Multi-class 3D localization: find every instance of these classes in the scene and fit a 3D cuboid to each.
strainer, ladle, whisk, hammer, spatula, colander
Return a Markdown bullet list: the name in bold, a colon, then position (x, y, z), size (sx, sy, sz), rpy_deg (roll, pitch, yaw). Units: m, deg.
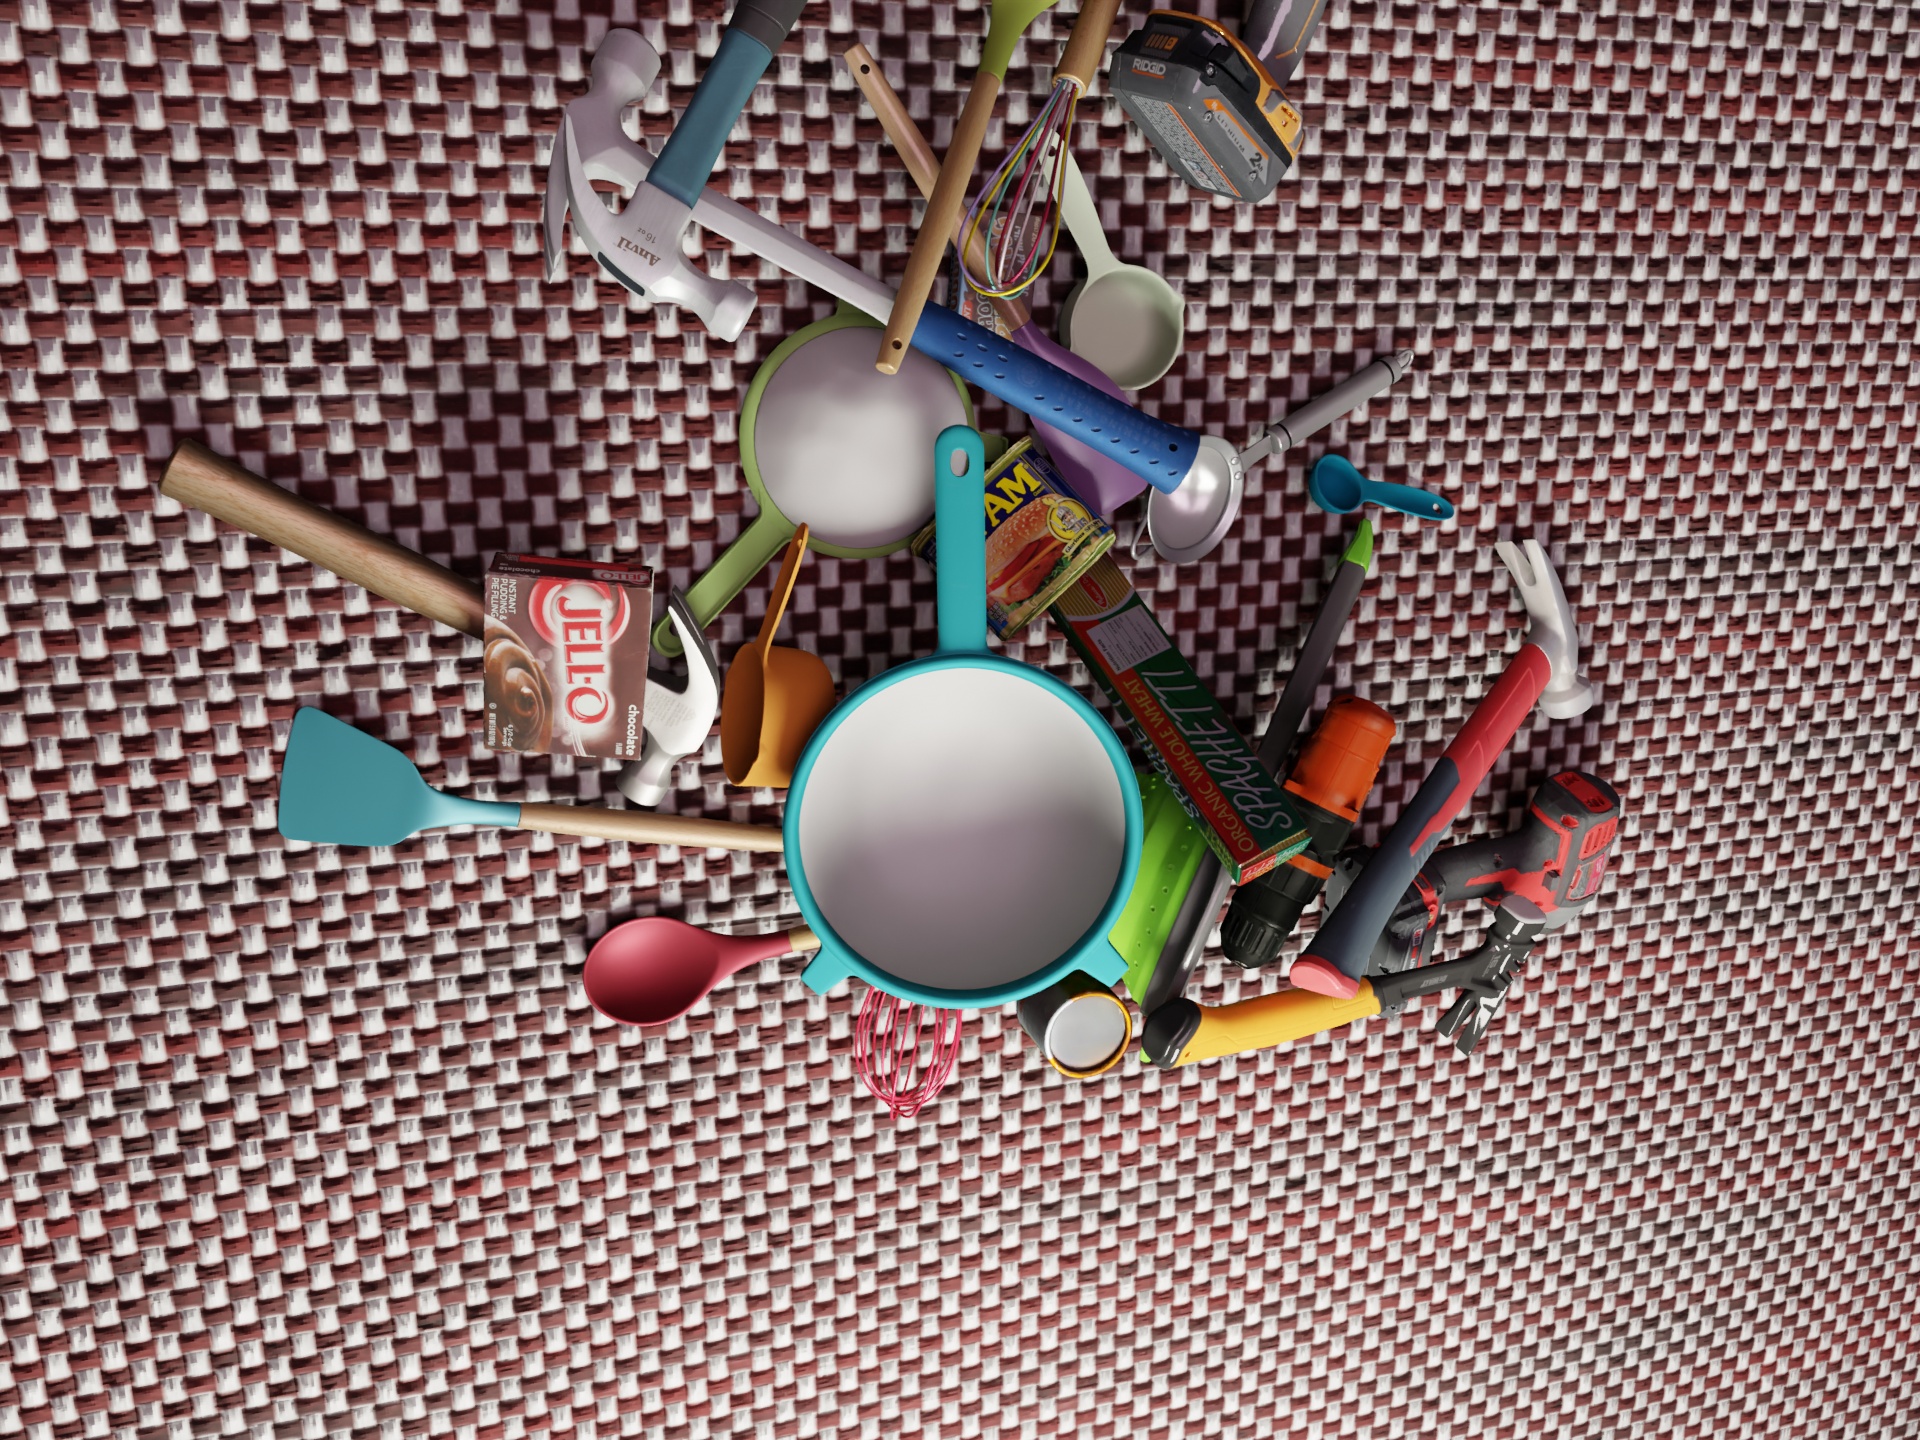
- **strainer**: position (-0.002, -0.003, 0.959), size (0.211, 0.095, 0.340), rpy_deg (-1, 96, -4)
- **ladle**: position (0.012, -0.344, 0.898), size (0.078, 0.062, 0.320), rpy_deg (21, 79, -16)
- **whisk**: position (0.060, -0.352, 0.931), size (0.051, 0.047, 0.245), rpy_deg (31, 74, -38)
- **hammer**: position (0.250, 0.188, 1.041), size (0.336, 0.034, 0.127), rpy_deg (-3, 124, -35)
- **spatula**: position (-0.248, 0.056, 0.983), size (0.317, 0.044, 0.082), rpy_deg (8, 101, -24)
- **spatula**: position (0.024, -0.260, 0.953), size (0.060, 0.018, 0.315), rpy_deg (-33, 112, 6)
- **ladle**: position (-0.084, 0.134, 1.018), size (0.315, 0.031, 0.069), rpy_deg (-13, 85, -1)
- **colander**: position (0.166, 0.028, 1.069), size (0.094, 0.204, 0.397), rpy_deg (23, 79, 12)
- **whisk**: position (-0.017, 0.124, 1.057), size (0.073, 0.073, 0.296), rpy_deg (10, 96, -20)
- **hammer**: position (-0.291, -0.071, 0.919), size (0.331, 0.031, 0.130), rpy_deg (28, 112, -19)
- **hammer**: position (-0.107, -0.376, 0.861), size (0.128, 0.033, 0.331), rpy_deg (27, 79, -13)
- **strainer**: position (0.203, -0.182, 1.055), size (0.258, 0.050, 0.086), rpy_deg (-32, 130, -14)
- **strainer**: position (-0.090, -0.130, 0.957), size (0.256, 0.069, 0.151), rpy_deg (-47, 113, -3)
- **hammer**: position (0.318, 0.033, 1.055), size (0.386, 0.038, 0.143), rpy_deg (-44, 118, -34)
- **hammer**: position (-0.044, -0.233, 0.913), size (0.405, 0.035, 0.144), rpy_deg (25, 74, -15)

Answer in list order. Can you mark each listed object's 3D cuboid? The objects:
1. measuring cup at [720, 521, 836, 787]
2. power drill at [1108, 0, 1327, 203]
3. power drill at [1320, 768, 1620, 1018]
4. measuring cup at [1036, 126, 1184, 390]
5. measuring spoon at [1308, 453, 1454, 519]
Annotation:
- **measuring cup**: position (-0.097, -0.037, 0.957), size (0.052, 0.095, 0.173), rpy_deg (8, 119, -26)
- **power drill**: position (0.180, -0.447, 0.928), size (0.185, 0.084, 0.226), rpy_deg (30, 93, -49)
- **power drill**: position (0.377, 0.128, 1.166), size (0.219, 0.079, 0.143), rpy_deg (-18, 132, -18)
- **measuring cup**: position (0.080, -0.286, 0.990), size (0.083, 0.038, 0.167), rpy_deg (-29, 108, -8)
- **measuring spoon**: position (0.290, -0.153, 1.104), size (0.128, 0.021, 0.042), rpy_deg (8, 72, -28)
